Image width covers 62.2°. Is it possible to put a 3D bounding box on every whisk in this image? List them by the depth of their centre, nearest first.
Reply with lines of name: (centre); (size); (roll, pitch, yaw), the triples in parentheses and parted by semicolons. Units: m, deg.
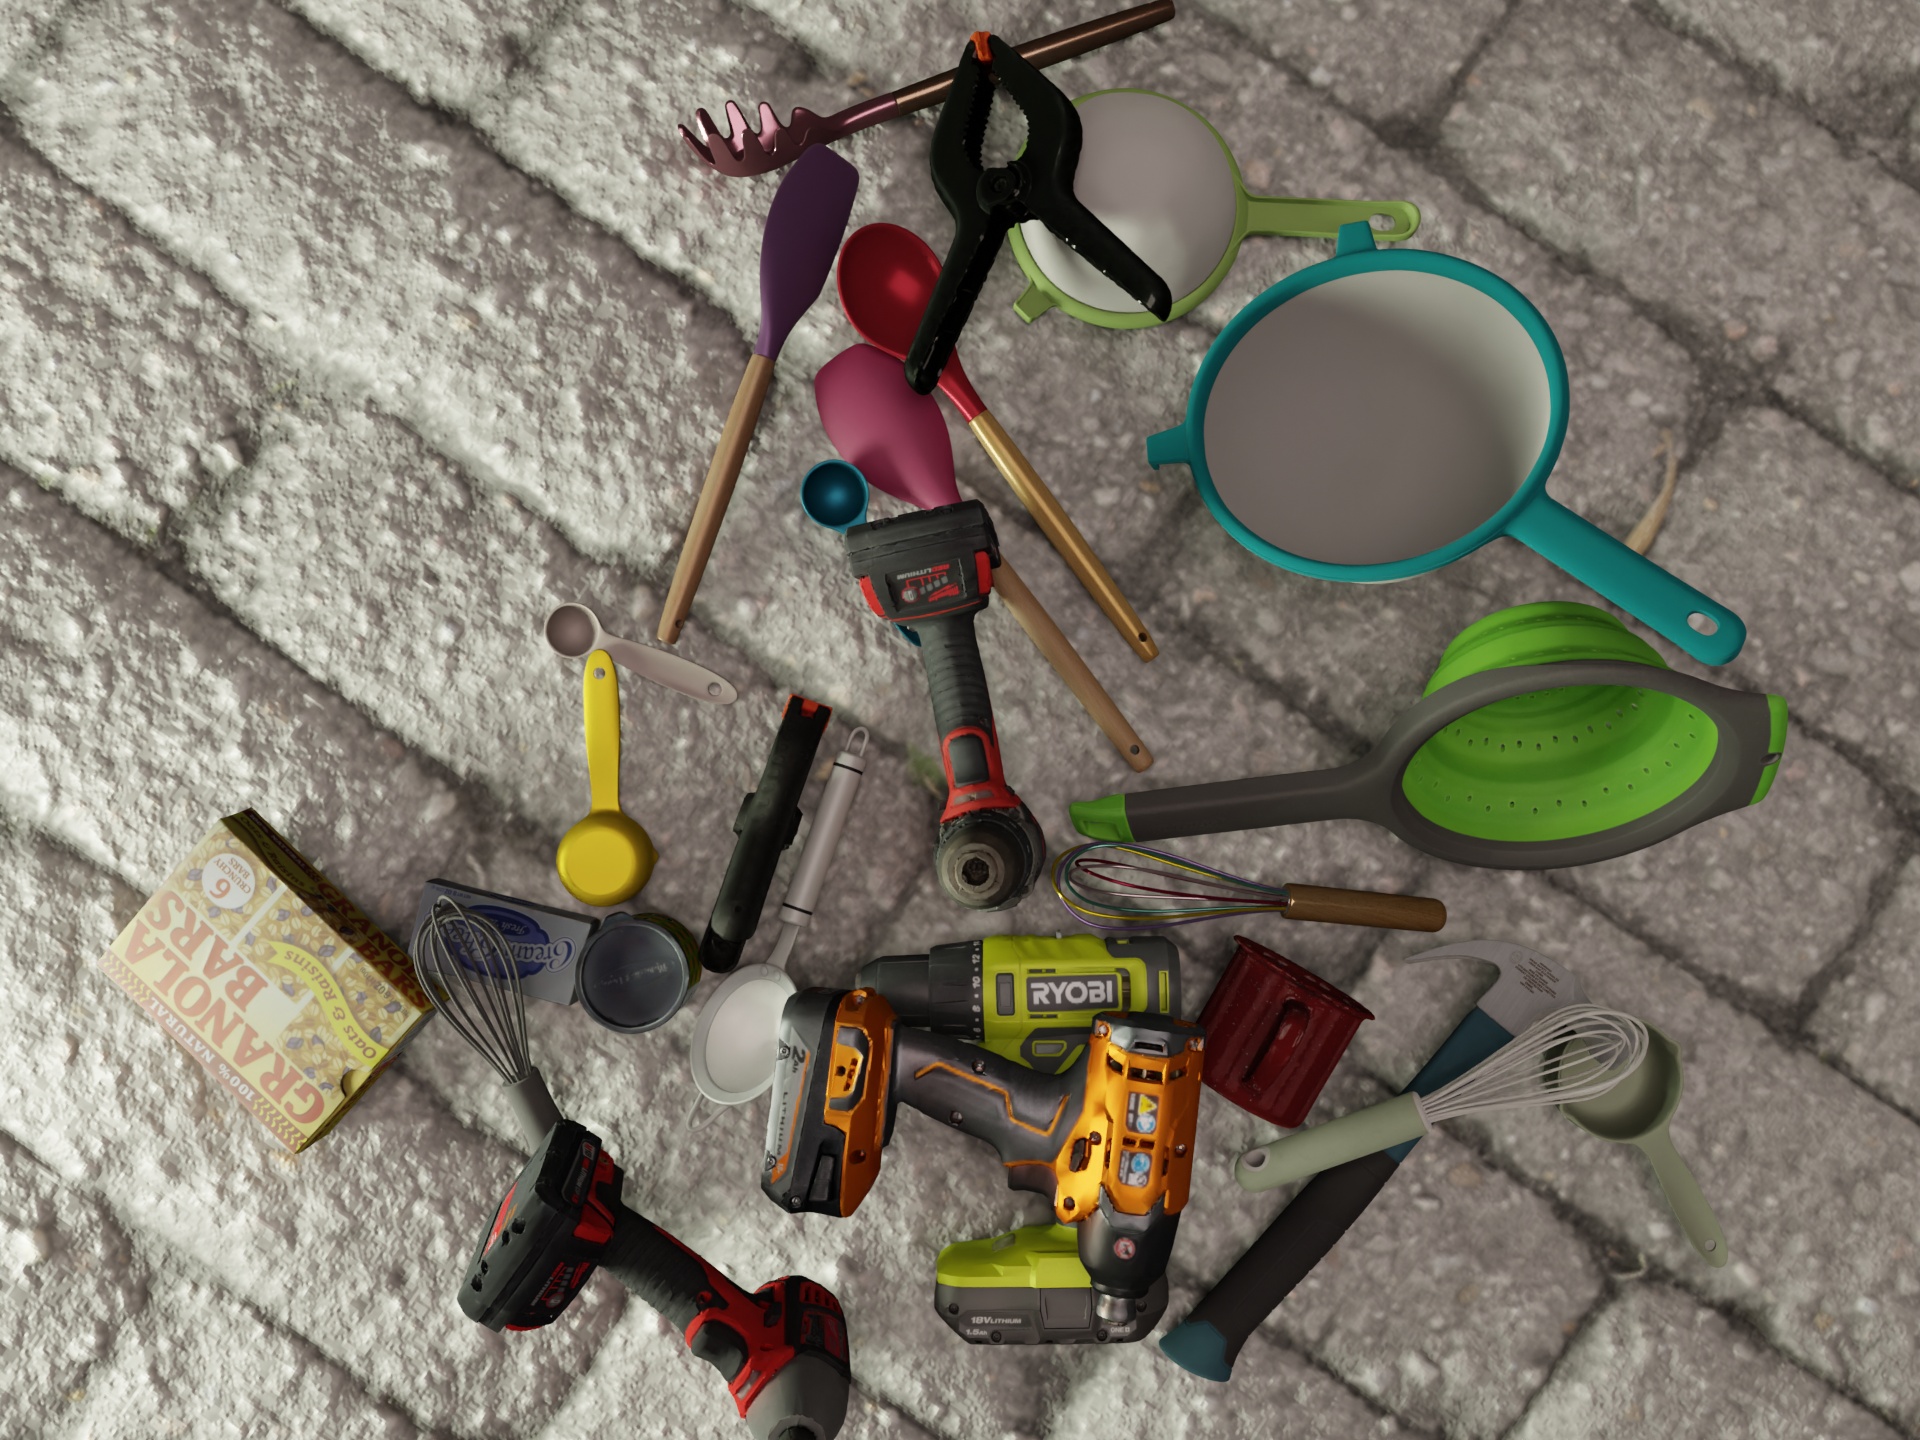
whisk: (0.272, 0.222, 0.910); (0.246, 0.058, 0.059); (-24, 119, 14)
whisk: (-0.255, 0.210, 0.931); (0.055, 0.055, 0.239); (-22, 102, -2)
whisk: (0.175, 0.103, 0.960); (0.245, 0.047, 0.051); (6, 111, -7)

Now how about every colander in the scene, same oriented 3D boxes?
colander: (0.260, 0.008, 0.940); (0.397, 0.204, 0.095); (-7, 54, 14)

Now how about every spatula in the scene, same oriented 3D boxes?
spatula: (-0.130, -0.197, 0.969); (0.018, 0.059, 0.316); (20, 91, 41)

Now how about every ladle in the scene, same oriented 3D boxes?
ladle: (0.027, -0.166, 0.976); (0.069, 0.031, 0.315); (-36, 91, -11)

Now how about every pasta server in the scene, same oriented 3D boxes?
pasta server: (-0.017, -0.395, 0.977); (0.316, 0.060, 0.040); (-21, 130, -4)

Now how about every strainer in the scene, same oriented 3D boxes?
strainer: (0.288, -0.125, 0.907); (0.341, 0.095, 0.211); (41, 88, 26)
strainer: (-0.100, 0.125, 0.956); (0.087, 0.050, 0.258); (12, 80, 43)
strainer: (0.156, -0.316, 0.962); (0.256, 0.069, 0.151); (3, 88, 0)

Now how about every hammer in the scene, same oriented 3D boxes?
hammer: (0.243, 0.266, 0.948); (0.128, 0.033, 0.331); (42, 92, 21)

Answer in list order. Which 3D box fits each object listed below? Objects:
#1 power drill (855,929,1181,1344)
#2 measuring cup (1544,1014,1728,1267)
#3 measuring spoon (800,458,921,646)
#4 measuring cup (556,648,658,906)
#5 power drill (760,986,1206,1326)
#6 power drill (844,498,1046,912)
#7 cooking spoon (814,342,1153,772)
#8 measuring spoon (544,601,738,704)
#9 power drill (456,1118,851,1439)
power drill: (0.035, 0.239, 0.937); (0.190, 0.080, 0.228); (-2, 86, 2)
measuring cup: (0.414, 0.253, 0.965); (0.083, 0.038, 0.167); (-29, 91, -2)
measuring spoon: (-0.056, -0.101, 0.979); (0.042, 0.021, 0.128); (-32, 98, -9)
measuring cup: (-0.216, 0.035, 0.955); (0.062, 0.029, 0.156); (-2, 94, -1)
power drill: (0.012, 0.232, 0.865); (0.226, 0.084, 0.164); (6, 85, 8)
power drill: (-0.001, -0.003, 0.886); (0.080, 0.188, 0.227); (-12, 89, 5)
cooking spoon: (0.018, -0.098, 0.976); (0.069, 0.017, 0.319); (-37, 88, -2)
measuring spoon: (-0.194, -0.038, 0.974); (0.124, 0.018, 0.034); (23, 97, -7)
power drill: (-0.157, 0.325, 0.878); (0.219, 0.143, 0.078); (35, 95, -11)
